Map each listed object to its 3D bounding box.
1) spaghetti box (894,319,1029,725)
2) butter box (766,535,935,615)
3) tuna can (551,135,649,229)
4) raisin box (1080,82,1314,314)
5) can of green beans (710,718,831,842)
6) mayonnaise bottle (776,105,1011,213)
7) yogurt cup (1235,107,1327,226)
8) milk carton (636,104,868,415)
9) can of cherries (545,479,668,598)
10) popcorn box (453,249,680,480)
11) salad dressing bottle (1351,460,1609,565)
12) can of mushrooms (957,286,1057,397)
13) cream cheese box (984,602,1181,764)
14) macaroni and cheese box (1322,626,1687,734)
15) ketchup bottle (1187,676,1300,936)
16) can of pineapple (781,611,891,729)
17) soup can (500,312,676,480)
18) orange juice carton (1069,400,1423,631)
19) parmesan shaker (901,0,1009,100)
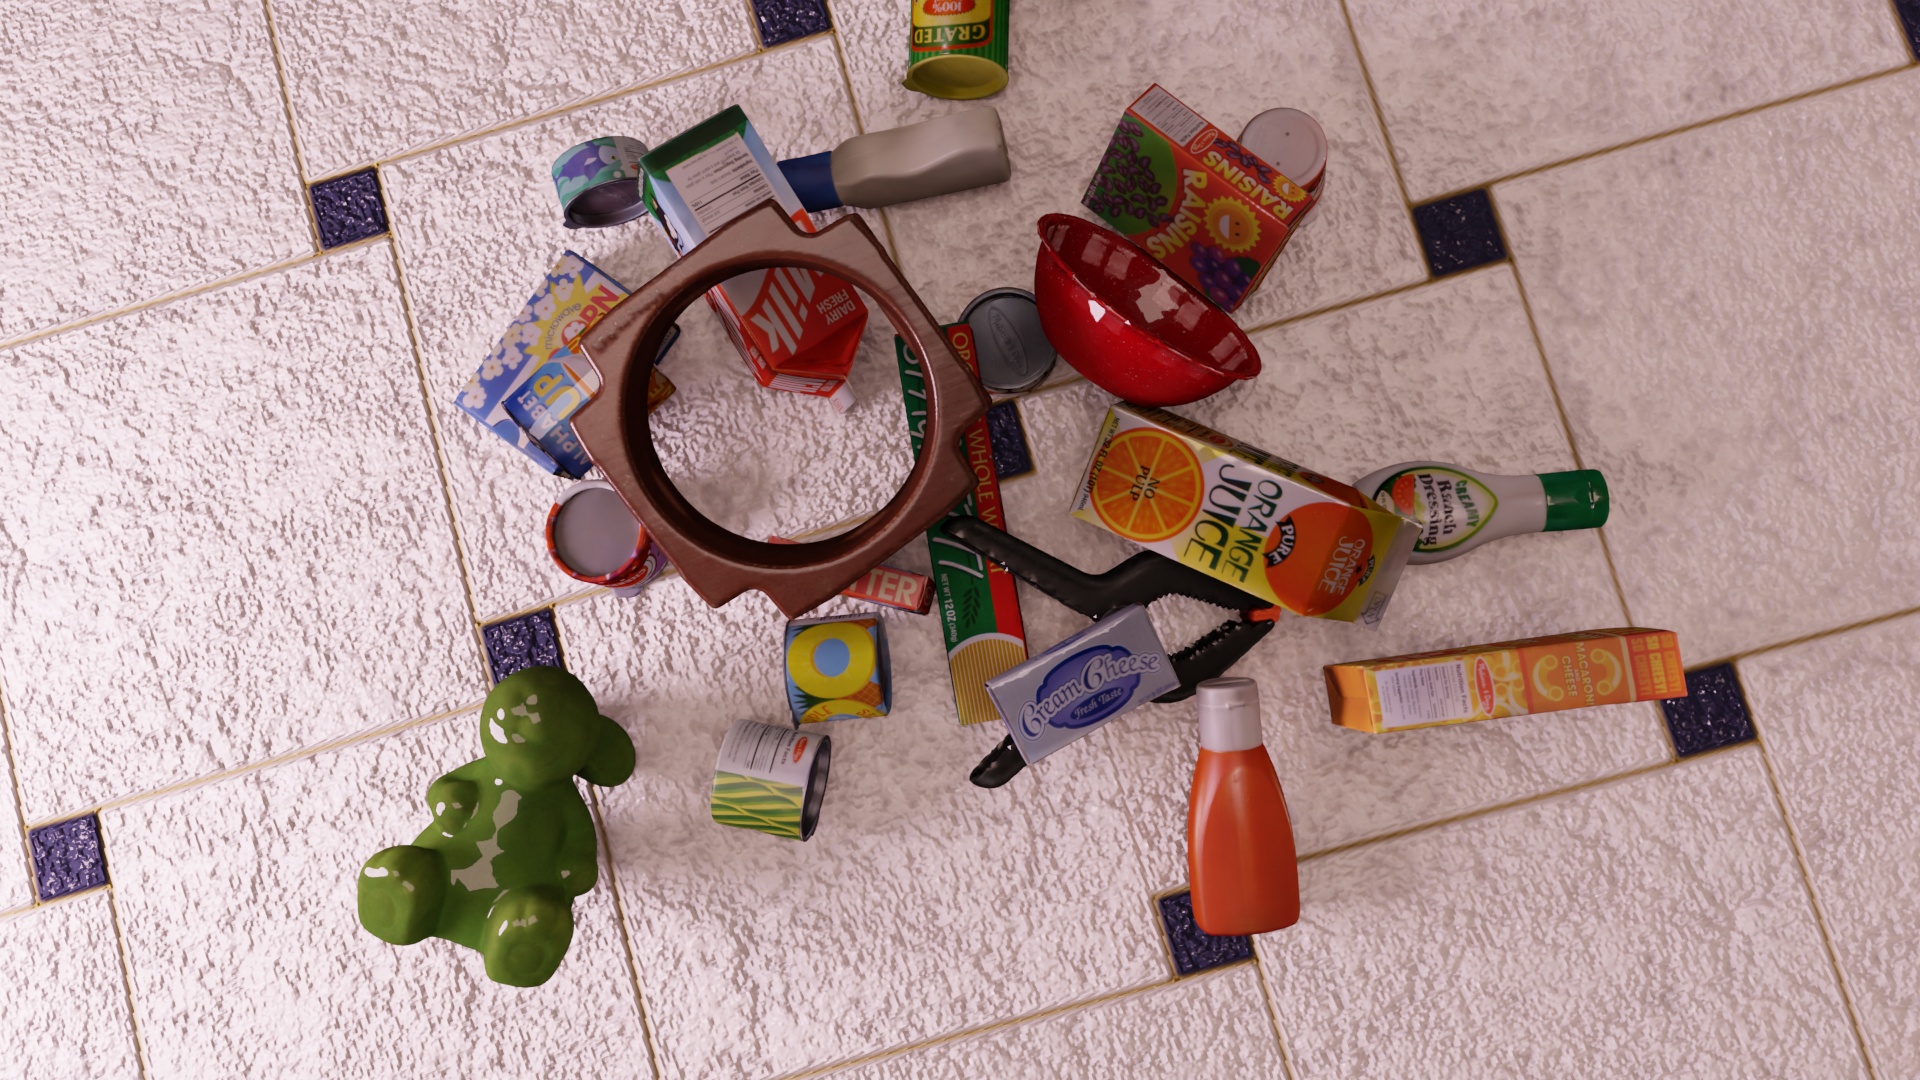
[{"bbox_3d":[0.003,-0.011,0.864,0.050,0.029,0.249,-10,93,3],"label":"spaghetti box"},{"bbox_3d":[-0.069,0.023,0.873,0.103,0.053,0.024,14,84,6],"label":"butter box"},{"bbox_3d":[-0.233,-0.233,0.909,0.071,0.071,0.033,-20,82,2],"label":"tuna can"},{"bbox_3d":[0.146,-0.211,0.865,0.123,0.085,0.040,39,57,8],"label":"raisin box"},{"bbox_3d":[-0.116,0.147,0.857,0.058,0.071,0.071,10,85,6],"label":"can of green beans"},{"bbox_3d":[-0.044,-0.242,0.898,0.148,0.064,0.041,-9,81,7],"label":"mayonnaise bottle"},{"bbox_3d":[0.201,-0.238,0.881,0.072,0.054,0.072,-1,83,5],"label":"yogurt cup"},{"bbox_3d":[-0.121,-0.164,0.871,0.073,0.072,0.190,-33,95,-13],"label":"milk carton"},{"bbox_3d":[-0.222,-0.001,0.885,0.071,0.058,0.071,-1,83,5],"label":"can of cherries"},{"bbox_3d":[-0.256,-0.115,0.911,0.085,0.038,0.127,35,87,6],"label":"popcorn box"},{"bbox_3d":[0.317,-0.020,0.853,0.148,0.044,0.064,-5,81,4],"label":"salad dressing bottle"},{"bbox_3d":[0.028,-0.126,0.892,0.071,0.033,0.071,0,84,4],"label":"can of mushrooms"},{"bbox_3d":[0.071,0.083,0.811,0.104,0.024,0.053,-27,95,-5],"label":"cream cheese box"},{"bbox_3d":[0.306,0.080,0.802,0.166,0.123,0.040,-8,85,3],"label":"macaroni and cheese box"},{"bbox_3d":[0.166,0.158,0.831,0.065,0.043,0.148,-6,95,-5],"label":"ketchup bottle"},{"bbox_3d":[-0.075,0.081,0.860,0.058,0.071,0.071,-6,84,4],"label":"can of pineapple"},{"bbox_3d":[-0.227,-0.088,0.851,0.084,0.071,0.071,-44,83,-3],"label":"soup can"},{"bbox_3d":[0.170,-0.016,0.829,0.193,0.073,0.071,24,106,14],"label":"orange juice carton"},{"bbox_3d":[-0.003,-0.349,0.904,0.071,0.071,0.103,1,84,5],"label":"parmesan shaker"}]
